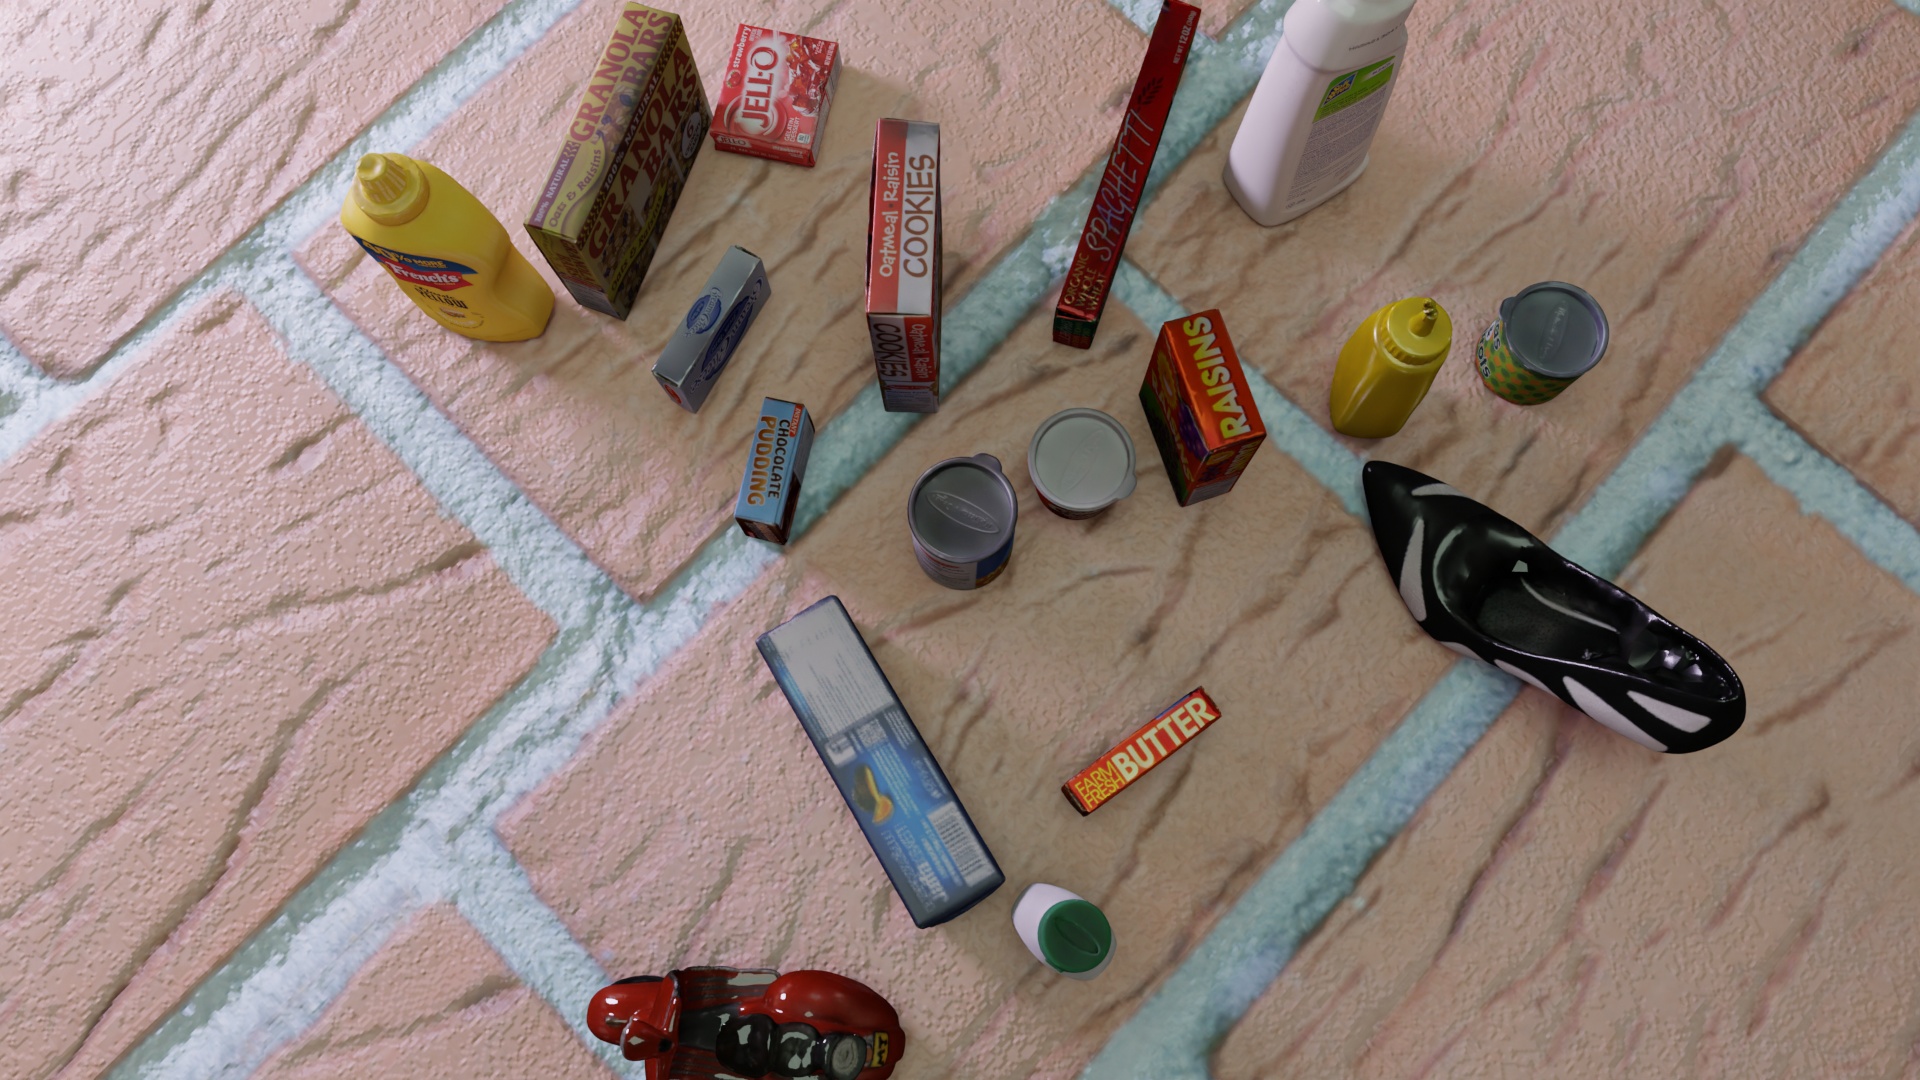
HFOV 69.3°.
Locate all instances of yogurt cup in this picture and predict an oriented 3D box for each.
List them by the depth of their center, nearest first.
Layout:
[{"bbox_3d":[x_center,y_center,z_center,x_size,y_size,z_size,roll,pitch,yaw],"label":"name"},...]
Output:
[{"bbox_3d":[0.076,-0.046,0.893,0.072,0.054,0.072,0,76,0],"label":"yogurt cup"}]

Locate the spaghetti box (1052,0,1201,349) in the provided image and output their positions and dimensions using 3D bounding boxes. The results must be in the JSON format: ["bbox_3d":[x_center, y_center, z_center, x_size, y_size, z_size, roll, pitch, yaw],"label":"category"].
[{"bbox_3d":[0.113,-0.250,0.947,0.029,0.050,0.250,18,76,5],"label":"spaghetti box"}]

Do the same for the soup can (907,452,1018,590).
[{"bbox_3d":[0.003,-0.011,0.869,0.071,0.083,0.071,0,76,0],"label":"soup can"}]

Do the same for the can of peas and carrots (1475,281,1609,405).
[{"bbox_3d":[0.377,-0.129,0.911,0.071,0.058,0.071,0,76,0],"label":"can of peas and carrots"}]

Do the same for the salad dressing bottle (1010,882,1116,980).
[{"bbox_3d":[0.060,0.219,0.777,0.064,0.147,0.044,37,79,9],"label":"salad dressing bottle"}]

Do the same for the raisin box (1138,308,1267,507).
[{"bbox_3d":[0.148,-0.080,0.866,0.040,0.123,0.086,-16,77,-4],"label":"raisin box"}]

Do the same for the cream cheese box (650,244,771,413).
[{"bbox_3d":[-0.163,-0.139,0.917,0.024,0.053,0.104,28,78,7],"label":"cream cheese box"}]

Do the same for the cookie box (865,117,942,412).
[{"bbox_3d":[-0.033,-0.164,0.865,0.040,0.167,0.123,1,76,1],"label":"cookie box"}]

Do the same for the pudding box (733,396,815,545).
[{"bbox_3d":[-0.119,-0.044,0.895,0.030,0.049,0.084,11,76,3],"label":"pudding box"}]

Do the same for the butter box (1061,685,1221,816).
[{"bbox_3d":[0.110,0.130,0.848,0.103,0.053,0.024,-34,79,-8],"label":"butter box"}]

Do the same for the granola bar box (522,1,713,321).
[{"bbox_3d":[-0.220,-0.245,0.908,0.039,0.124,0.166,19,77,5],"label":"granola bar box"}]

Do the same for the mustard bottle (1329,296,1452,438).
[{"bbox_3d":[0.268,-0.111,0.854,0.049,0.160,0.065,7,76,2],"label":"mustard bottle"}]
